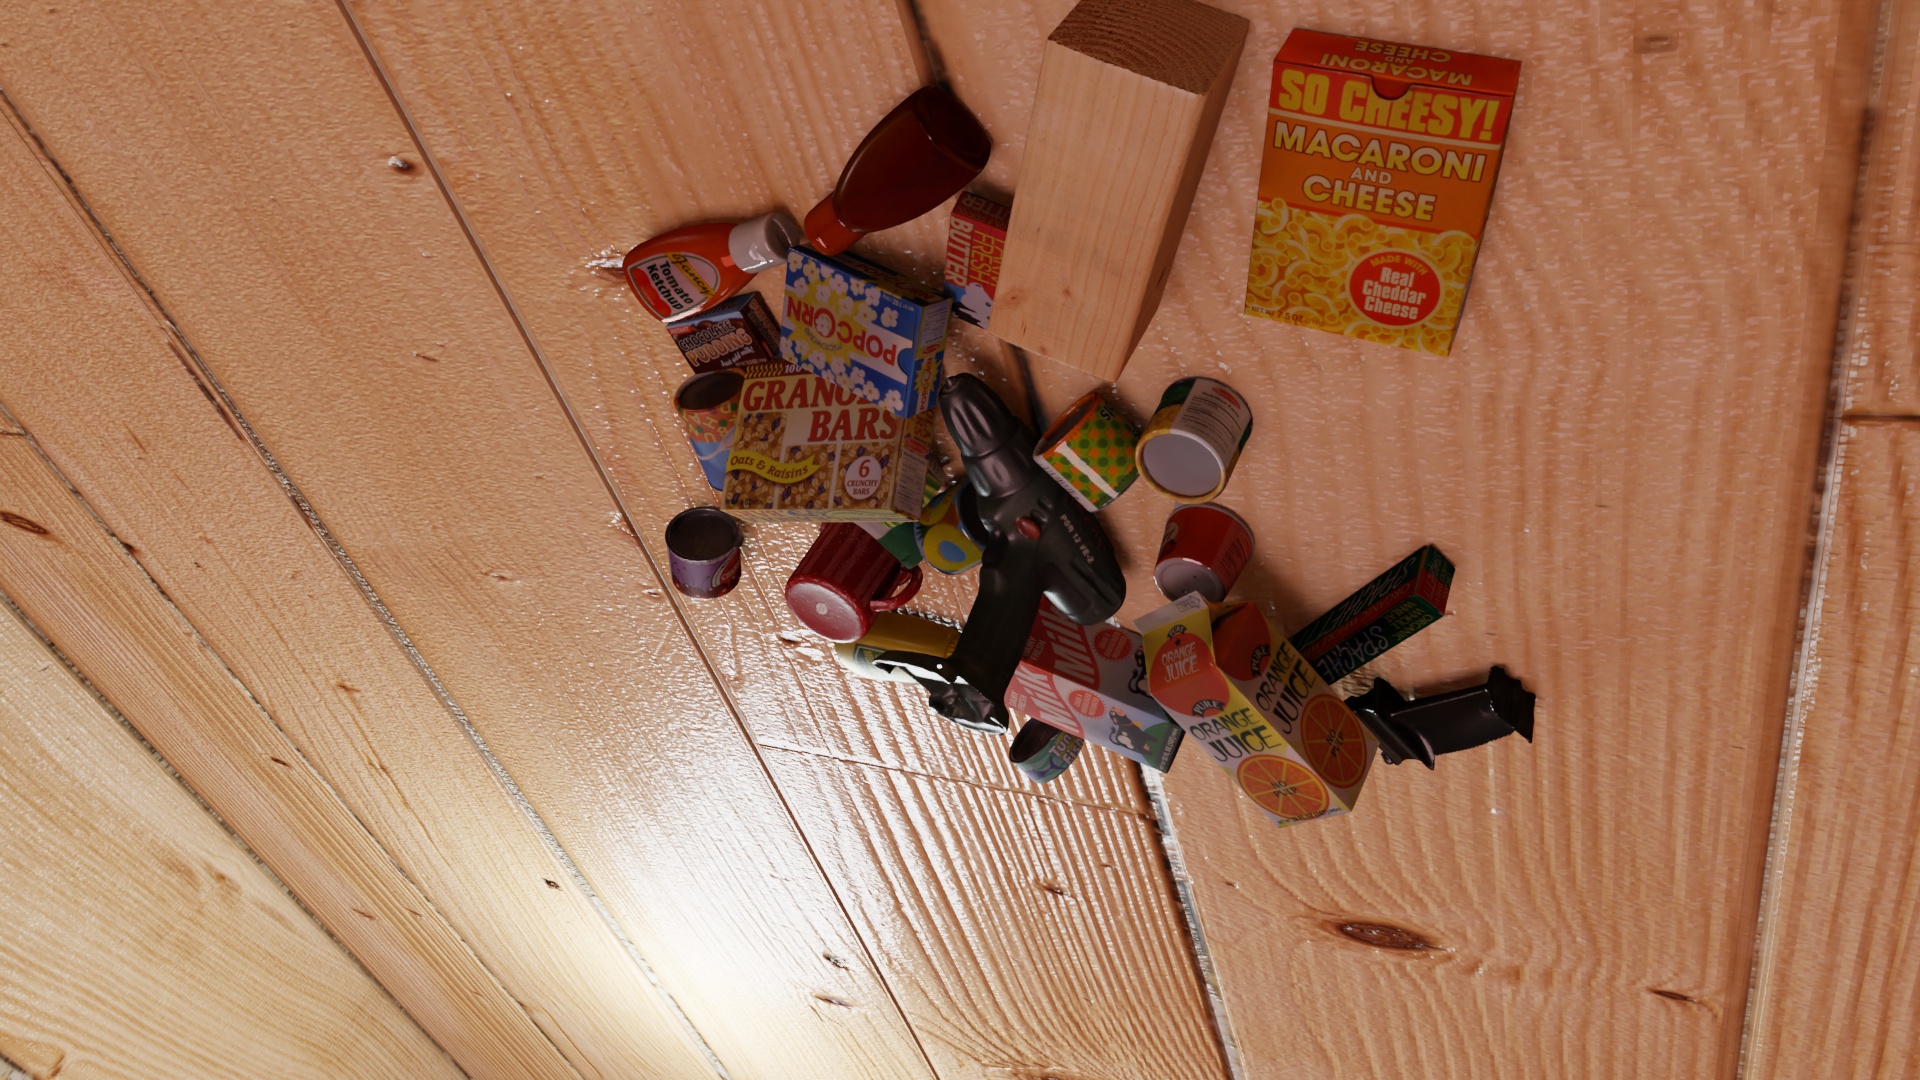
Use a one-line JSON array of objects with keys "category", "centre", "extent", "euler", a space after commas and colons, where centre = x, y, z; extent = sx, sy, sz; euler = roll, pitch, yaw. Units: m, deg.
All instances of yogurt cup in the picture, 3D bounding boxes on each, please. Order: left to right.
[{"category": "yogurt cup", "centre": [0.176, 0.014, 1.018], "extent": [0.072, 0.054, 0.072], "euler": [18, 140, 16]}]

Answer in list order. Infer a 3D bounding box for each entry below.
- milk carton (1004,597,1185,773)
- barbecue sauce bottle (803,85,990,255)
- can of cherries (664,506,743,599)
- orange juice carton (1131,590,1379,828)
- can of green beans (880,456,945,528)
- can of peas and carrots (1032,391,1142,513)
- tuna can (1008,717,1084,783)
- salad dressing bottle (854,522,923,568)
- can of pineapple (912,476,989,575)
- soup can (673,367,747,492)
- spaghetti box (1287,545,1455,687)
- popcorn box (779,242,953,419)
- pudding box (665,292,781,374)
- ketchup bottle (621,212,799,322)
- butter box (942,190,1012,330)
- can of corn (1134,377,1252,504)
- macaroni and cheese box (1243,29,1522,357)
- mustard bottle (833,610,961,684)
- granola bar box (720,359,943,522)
[{"category": "milk carton", "centre": [0.101, 0.112, 1.155], "extent": [0.191, 0.074, 0.072], "euler": [21, 140, 13]}, {"category": "barbecue sauce bottle", "centre": [-0.049, -0.234, 0.910], "extent": [0.065, 0.044, 0.148], "euler": [40, 142, -21]}, {"category": "can of cherries", "centre": [-0.233, 0.013, 1.274], "extent": [0.071, 0.072, 0.058], "euler": [21, 140, 13]}, {"category": "orange juice carton", "centre": [0.209, 0.115, 1.007], "extent": [0.192, 0.073, 0.071], "euler": [46, 140, -11]}, {"category": "can of green beans", "centre": [-0.054, -0.052, 1.089], "extent": [0.071, 0.071, 0.057], "euler": [-22, 118, 45]}, {"category": "can of peas and carrots", "centre": [0.095, -0.064, 0.980], "extent": [0.058, 0.071, 0.070], "euler": [42, 140, -12]}, {"category": "tuna can", "centre": [0.079, 0.184, 1.251], "extent": [0.033, 0.071, 0.071], "euler": [43, 140, -16]}, {"category": "salad dressing bottle", "centre": [-0.084, -0.037, 1.142], "extent": [0.147, 0.044, 0.064], "euler": [42, 139, -12]}, {"category": "can of pineapple", "centre": [0.004, -0.014, 1.091], "extent": [0.071, 0.071, 0.057], "euler": [45, 139, -16]}, {"category": "soup can", "centre": [-0.187, -0.091, 1.134], "extent": [0.071, 0.072, 0.083], "euler": [7, 135, 27]}, {"category": "spaghetti box", "centre": [0.270, 0.083, 1.032], "extent": [0.028, 0.050, 0.248], "euler": [35, 141, -6]}, {"category": "popcorn box", "centre": [-0.069, -0.150, 0.976], "extent": [0.127, 0.038, 0.084], "euler": [28, 124, 29]}, {"category": "pudding box", "centre": [-0.184, -0.162, 1.086], "extent": [0.083, 0.030, 0.049], "euler": [-3, 129, 35]}, {"category": "ketchup bottle", "centre": [-0.183, -0.207, 1.028], "extent": [0.148, 0.044, 0.064], "euler": [-9, 125, 39]}, {"category": "butter box", "centre": [0.018, -0.182, 0.923], "extent": [0.053, 0.024, 0.103], "euler": [24, 152, 9]}, {"category": "can of corn", "centre": [0.157, -0.066, 0.942], "extent": [0.071, 0.058, 0.070], "euler": [18, 139, 17]}, {"category": "macaroni and cheese box", "centre": [0.230, -0.190, 0.776], "extent": [0.124, 0.040, 0.165], "euler": [15, 139, 18]}, {"category": "mustard bottle", "centre": [-0.036, 0.100, 1.252], "extent": [0.160, 0.049, 0.065], "euler": [5, 136, 29]}, {"category": "granola bar box", "centre": [-0.099, -0.077, 1.047], "extent": [0.165, 0.124, 0.039], "euler": [0, 164, 33]}]
